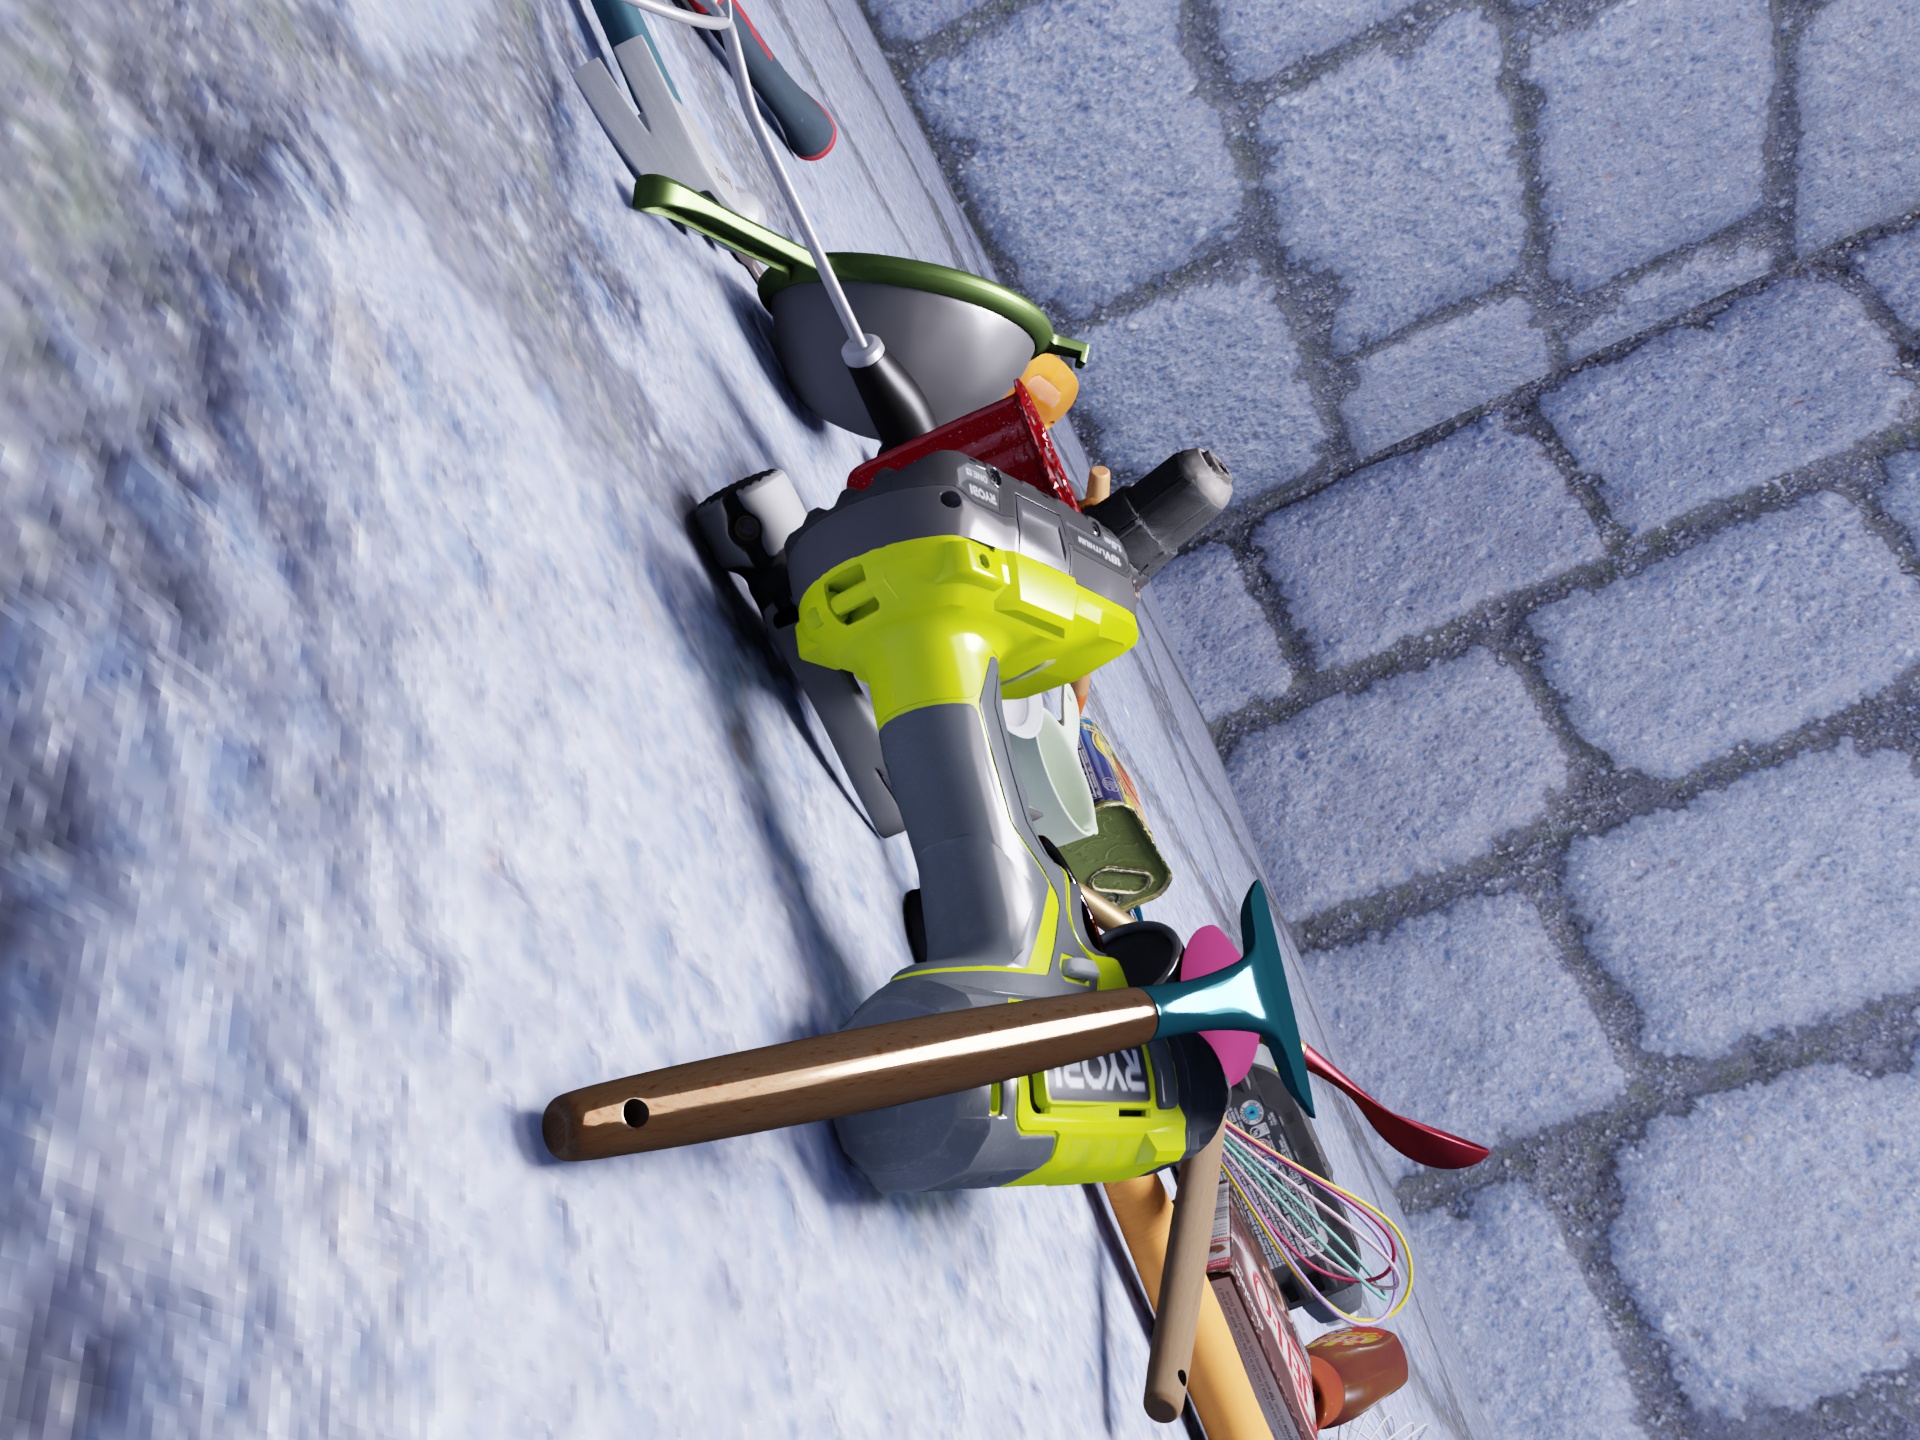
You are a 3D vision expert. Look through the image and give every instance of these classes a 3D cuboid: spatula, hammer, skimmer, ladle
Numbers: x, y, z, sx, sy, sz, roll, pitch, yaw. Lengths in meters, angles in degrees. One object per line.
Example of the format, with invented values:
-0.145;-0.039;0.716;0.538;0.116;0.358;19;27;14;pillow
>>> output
0.023;0.085;0.424;0.317;0.044;0.082;3;72;-47;spatula
-0.181;-0.378;0.723;0.331;0.033;0.128;66;10;1;hammer
-0.039;-0.078;0.756;0.409;0.036;0.149;-81;146;-71;hammer
-0.149;-0.430;0.971;0.386;0.038;0.143;26;43;-74;hammer
0.072;0.194;0.702;0.337;0.034;0.127;67;12;5;hammer
0.091;-0.040;1.097;0.081;0.041;0.322;-103;-169;-45;spatula
-0.090;-0.186;0.637;0.362;0.090;0.127;61;1;-38;skimmer
0.176;0.177;0.917;0.315;0.031;0.069;35;-10;-10;ladle

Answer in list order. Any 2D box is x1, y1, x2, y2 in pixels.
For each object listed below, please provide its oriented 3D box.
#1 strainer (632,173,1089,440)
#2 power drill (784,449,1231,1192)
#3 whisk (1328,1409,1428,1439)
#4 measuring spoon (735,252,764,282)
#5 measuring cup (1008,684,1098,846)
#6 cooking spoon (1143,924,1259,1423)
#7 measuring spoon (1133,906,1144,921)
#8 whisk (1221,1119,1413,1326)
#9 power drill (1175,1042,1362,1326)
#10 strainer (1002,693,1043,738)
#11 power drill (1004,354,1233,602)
-0.062;-0.183;0.759;0.256;0.151;0.069;10;88;-55;strainer
0.021;0.039;0.526;0.171;0.080;0.223;17;56;-49;power drill
0.210;0.413;0.859;0.284;0.070;0.070;38;30;-58;whisk
-0.096;-0.233;0.855;0.124;0.018;0.034;53;17;-53;measuring spoon
0.047;0.017;0.920;0.083;0.038;0.168;62;16;-17;measuring cup
0.110;0.185;0.709;0.068;0.017;0.319;55;25;-12;cooking spoon
0.111;0.118;1.118;0.128;0.021;0.042;66;6;-54;measuring spoon
0.134;0.206;0.784;0.245;0.047;0.051;45;16;-6;whisk
0.195;0.290;0.979;0.228;0.080;0.191;38;28;-73;power drill
-0.001;-0.002;0.762;0.087;0.050;0.258;54;19;-11;strainer
0.053;-0.148;0.951;0.084;0.185;0.226;29;32;-45;power drill
